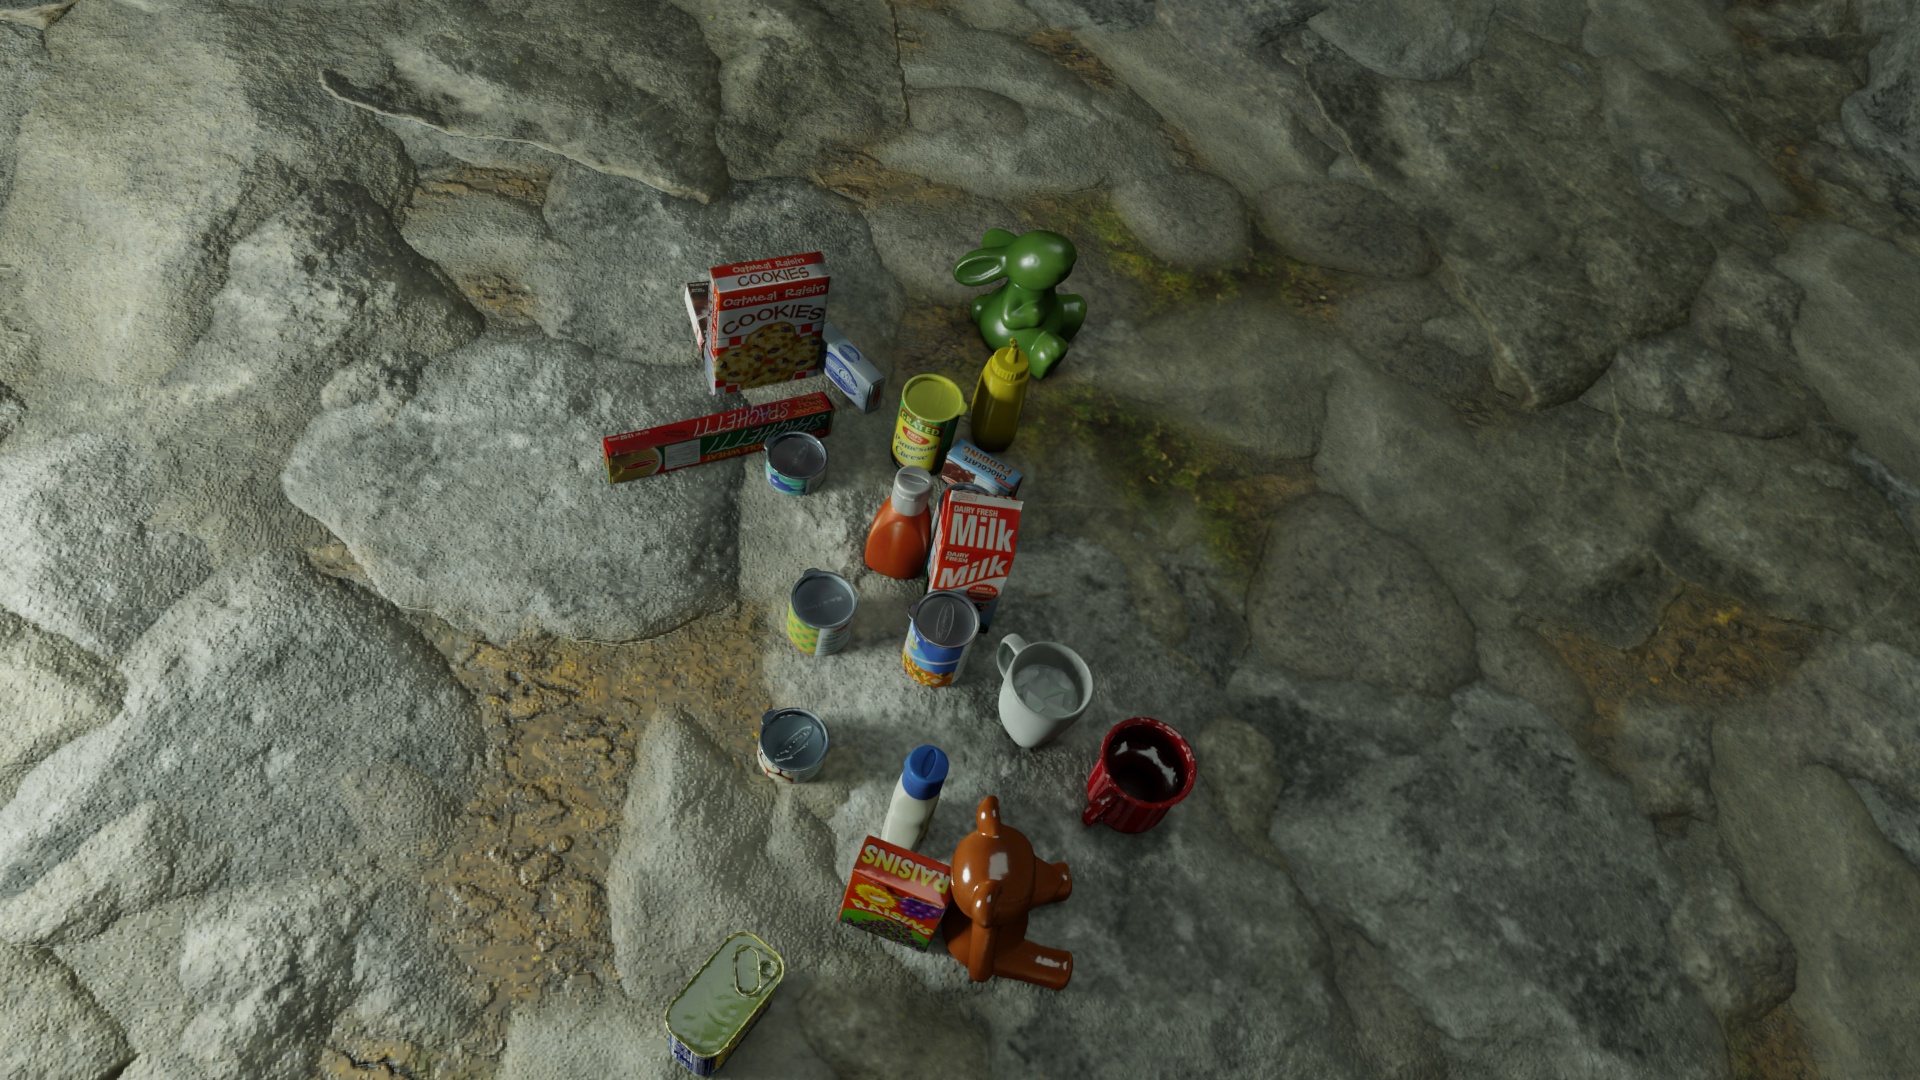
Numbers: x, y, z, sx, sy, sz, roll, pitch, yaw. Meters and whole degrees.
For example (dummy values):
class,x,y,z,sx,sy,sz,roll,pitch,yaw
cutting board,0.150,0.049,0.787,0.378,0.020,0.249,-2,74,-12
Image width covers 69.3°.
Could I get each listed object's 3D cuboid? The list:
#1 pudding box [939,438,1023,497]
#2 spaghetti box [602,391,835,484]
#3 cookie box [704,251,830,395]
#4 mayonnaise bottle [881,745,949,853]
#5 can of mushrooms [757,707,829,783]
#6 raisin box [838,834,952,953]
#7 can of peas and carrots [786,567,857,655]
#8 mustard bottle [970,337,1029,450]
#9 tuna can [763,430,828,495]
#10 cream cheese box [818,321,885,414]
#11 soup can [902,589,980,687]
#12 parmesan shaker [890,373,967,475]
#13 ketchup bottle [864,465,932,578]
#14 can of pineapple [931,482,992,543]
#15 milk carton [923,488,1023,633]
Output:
class,x,y,z,sx,sy,sz,roll,pitch,yaw
pudding box,0.022,-0.069,1.523,0.084,0.049,0.030,31,55,10
spaghetti box,-0.257,-0.111,1.491,0.251,0.050,0.029,-15,60,-21
cookie box,-0.213,-0.237,1.515,0.123,0.166,0.040,-13,60,-20
mayonnaise bottle,-0.040,0.231,1.242,0.041,0.147,0.065,21,54,2
can of mushrooms,-0.160,0.193,1.312,0.071,0.033,0.071,6,55,-8
raisin box,-0.056,0.307,1.201,0.086,0.122,0.040,22,54,3
can of peas and carrots,-0.140,0.071,1.385,0.071,0.058,0.071,6,55,-8
mustard bottle,0.047,-0.165,1.527,0.049,0.159,0.065,-2,57,-14
tuna can,-0.180,-0.084,1.500,0.071,0.032,0.071,6,55,-8
cream cheese box,-0.129,-0.196,1.576,0.024,0.053,0.104,-33,68,-29
soup can,-0.023,0.097,1.377,0.071,0.083,0.072,6,55,-8
parmesan shaker,-0.035,-0.123,1.515,0.071,0.102,0.071,6,55,-8
ketchup bottle,-0.058,-0.018,1.409,0.065,0.148,0.044,14,54,-2
can of pineapple,0.005,-0.019,1.480,0.071,0.057,0.071,6,55,-8
milk carton,0.010,0.011,1.378,0.072,0.189,0.074,8,55,-7
